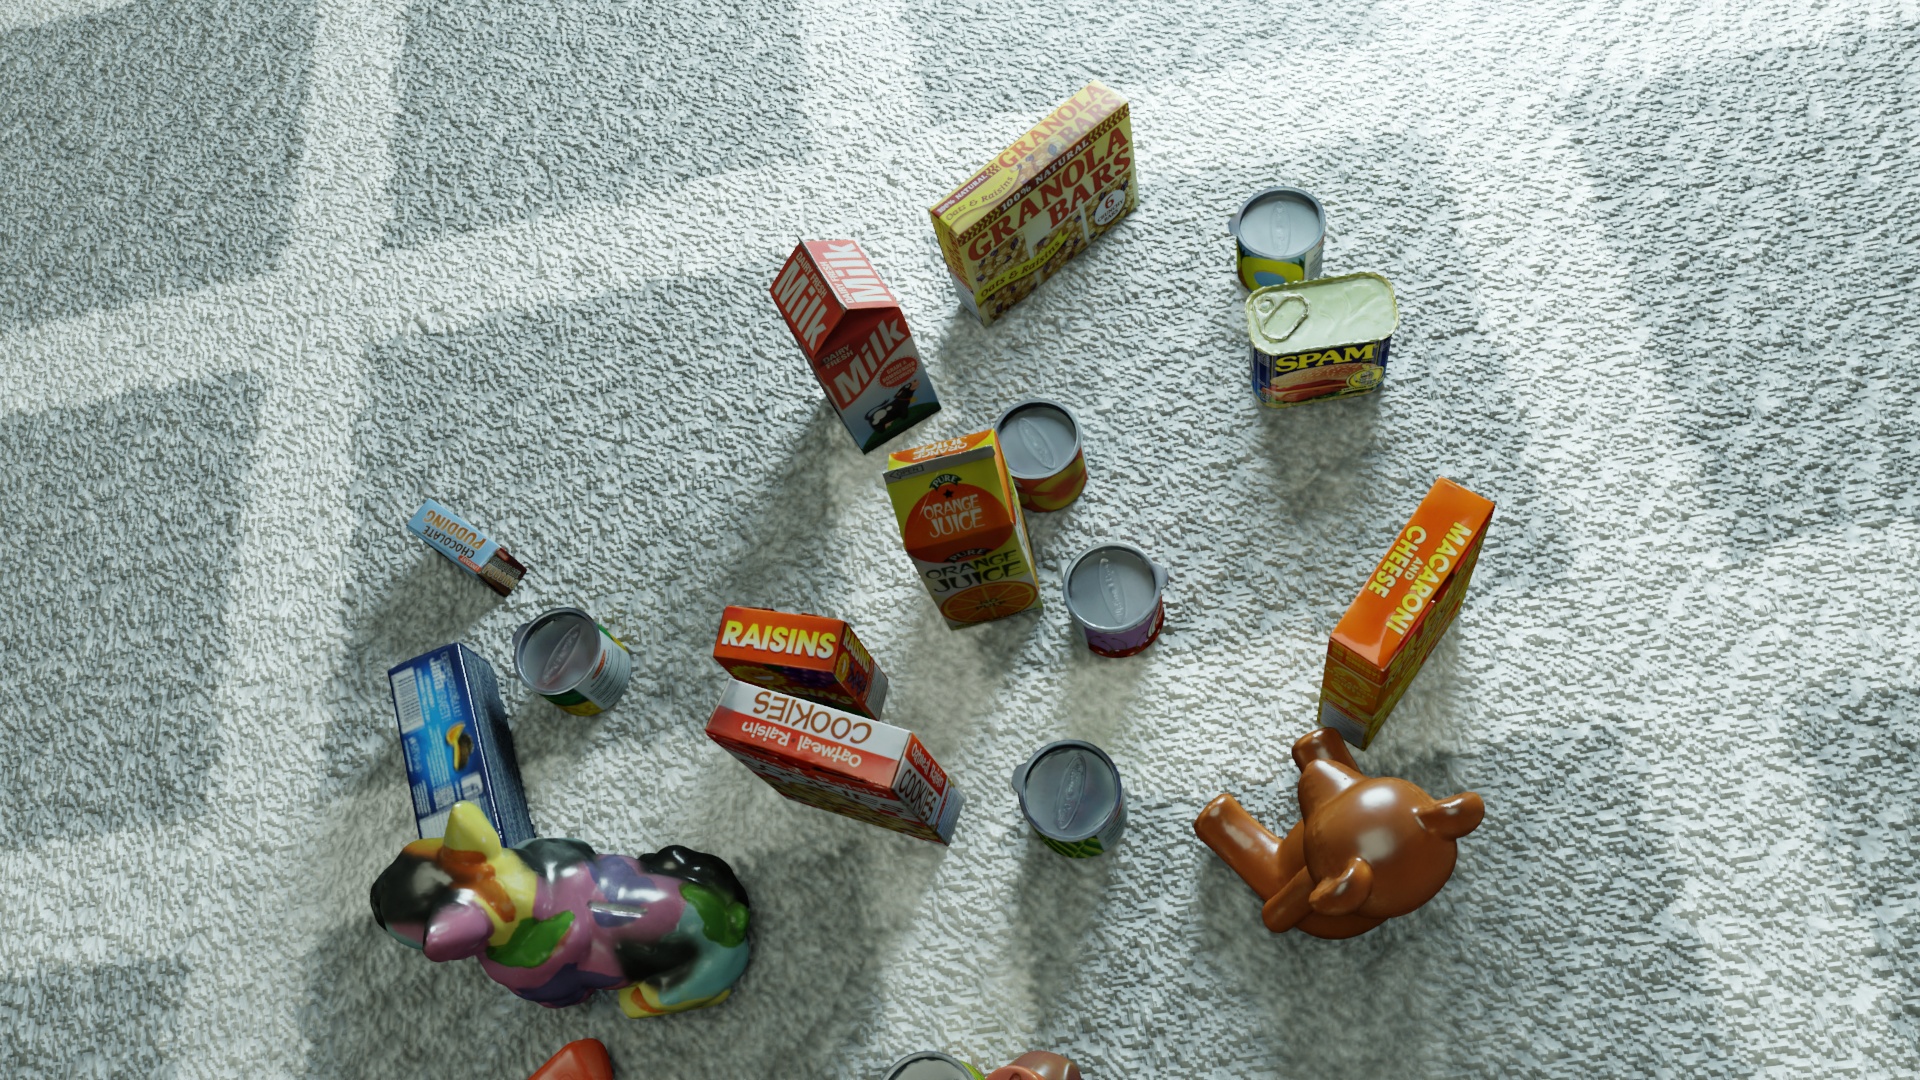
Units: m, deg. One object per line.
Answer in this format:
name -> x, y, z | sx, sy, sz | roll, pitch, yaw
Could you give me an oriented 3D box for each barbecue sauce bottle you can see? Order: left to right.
barbecue sauce bottle -> 0.041, 0.322, 0.790 | 0.044, 0.148, 0.065 | 9, 68, 15

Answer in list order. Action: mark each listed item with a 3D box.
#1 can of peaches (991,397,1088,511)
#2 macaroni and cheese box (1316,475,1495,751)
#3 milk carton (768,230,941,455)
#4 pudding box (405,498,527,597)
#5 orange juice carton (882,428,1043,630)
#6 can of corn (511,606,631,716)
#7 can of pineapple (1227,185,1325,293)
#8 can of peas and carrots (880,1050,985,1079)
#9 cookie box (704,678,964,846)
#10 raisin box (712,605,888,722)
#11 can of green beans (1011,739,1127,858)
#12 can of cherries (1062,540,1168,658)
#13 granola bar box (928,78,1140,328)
can of peaches -> 0.056, -0.060, 1.013 | 0.071, 0.058, 0.071 | -4, 65, 10
macaroni and cheese box -> 0.273, 0.050, 0.858 | 0.040, 0.166, 0.124 | 32, 76, 23
milk carton -> -0.078, -0.146, 1.006 | 0.073, 0.190, 0.072 | -32, 64, -3
pudding box -> -0.383, 0.006, 1.077 | 0.084, 0.049, 0.030 | 30, 75, 22
orange juice carton -> 0.003, -0.012, 0.927 | 0.072, 0.192, 0.073 | -13, 64, 6
can of corn -> -0.284, 0.088, 1.014 | 0.071, 0.058, 0.071 | -4, 65, 10
can of pineapple -> 0.240, -0.225, 1.051 | 0.071, 0.057, 0.071 | -4, 65, 10
can of peas and carrots -> -0.013, 0.347, 0.840 | 0.071, 0.058, 0.071 | -4, 65, 10
cookie box -> -0.075, 0.146, 0.884 | 0.123, 0.167, 0.040 | 13, 70, 17
raisin box -> -0.105, 0.086, 0.942 | 0.086, 0.123, 0.040 | 7, 68, 14
can of green beans -> 0.074, 0.169, 0.905 | 0.071, 0.057, 0.071 | -4, 65, 10
can of cherries -> 0.109, 0.042, 0.956 | 0.071, 0.058, 0.072 | -4, 65, 10
granola bar box -> 0.060, -0.256, 1.065 | 0.166, 0.123, 0.039 | -40, 65, -8
